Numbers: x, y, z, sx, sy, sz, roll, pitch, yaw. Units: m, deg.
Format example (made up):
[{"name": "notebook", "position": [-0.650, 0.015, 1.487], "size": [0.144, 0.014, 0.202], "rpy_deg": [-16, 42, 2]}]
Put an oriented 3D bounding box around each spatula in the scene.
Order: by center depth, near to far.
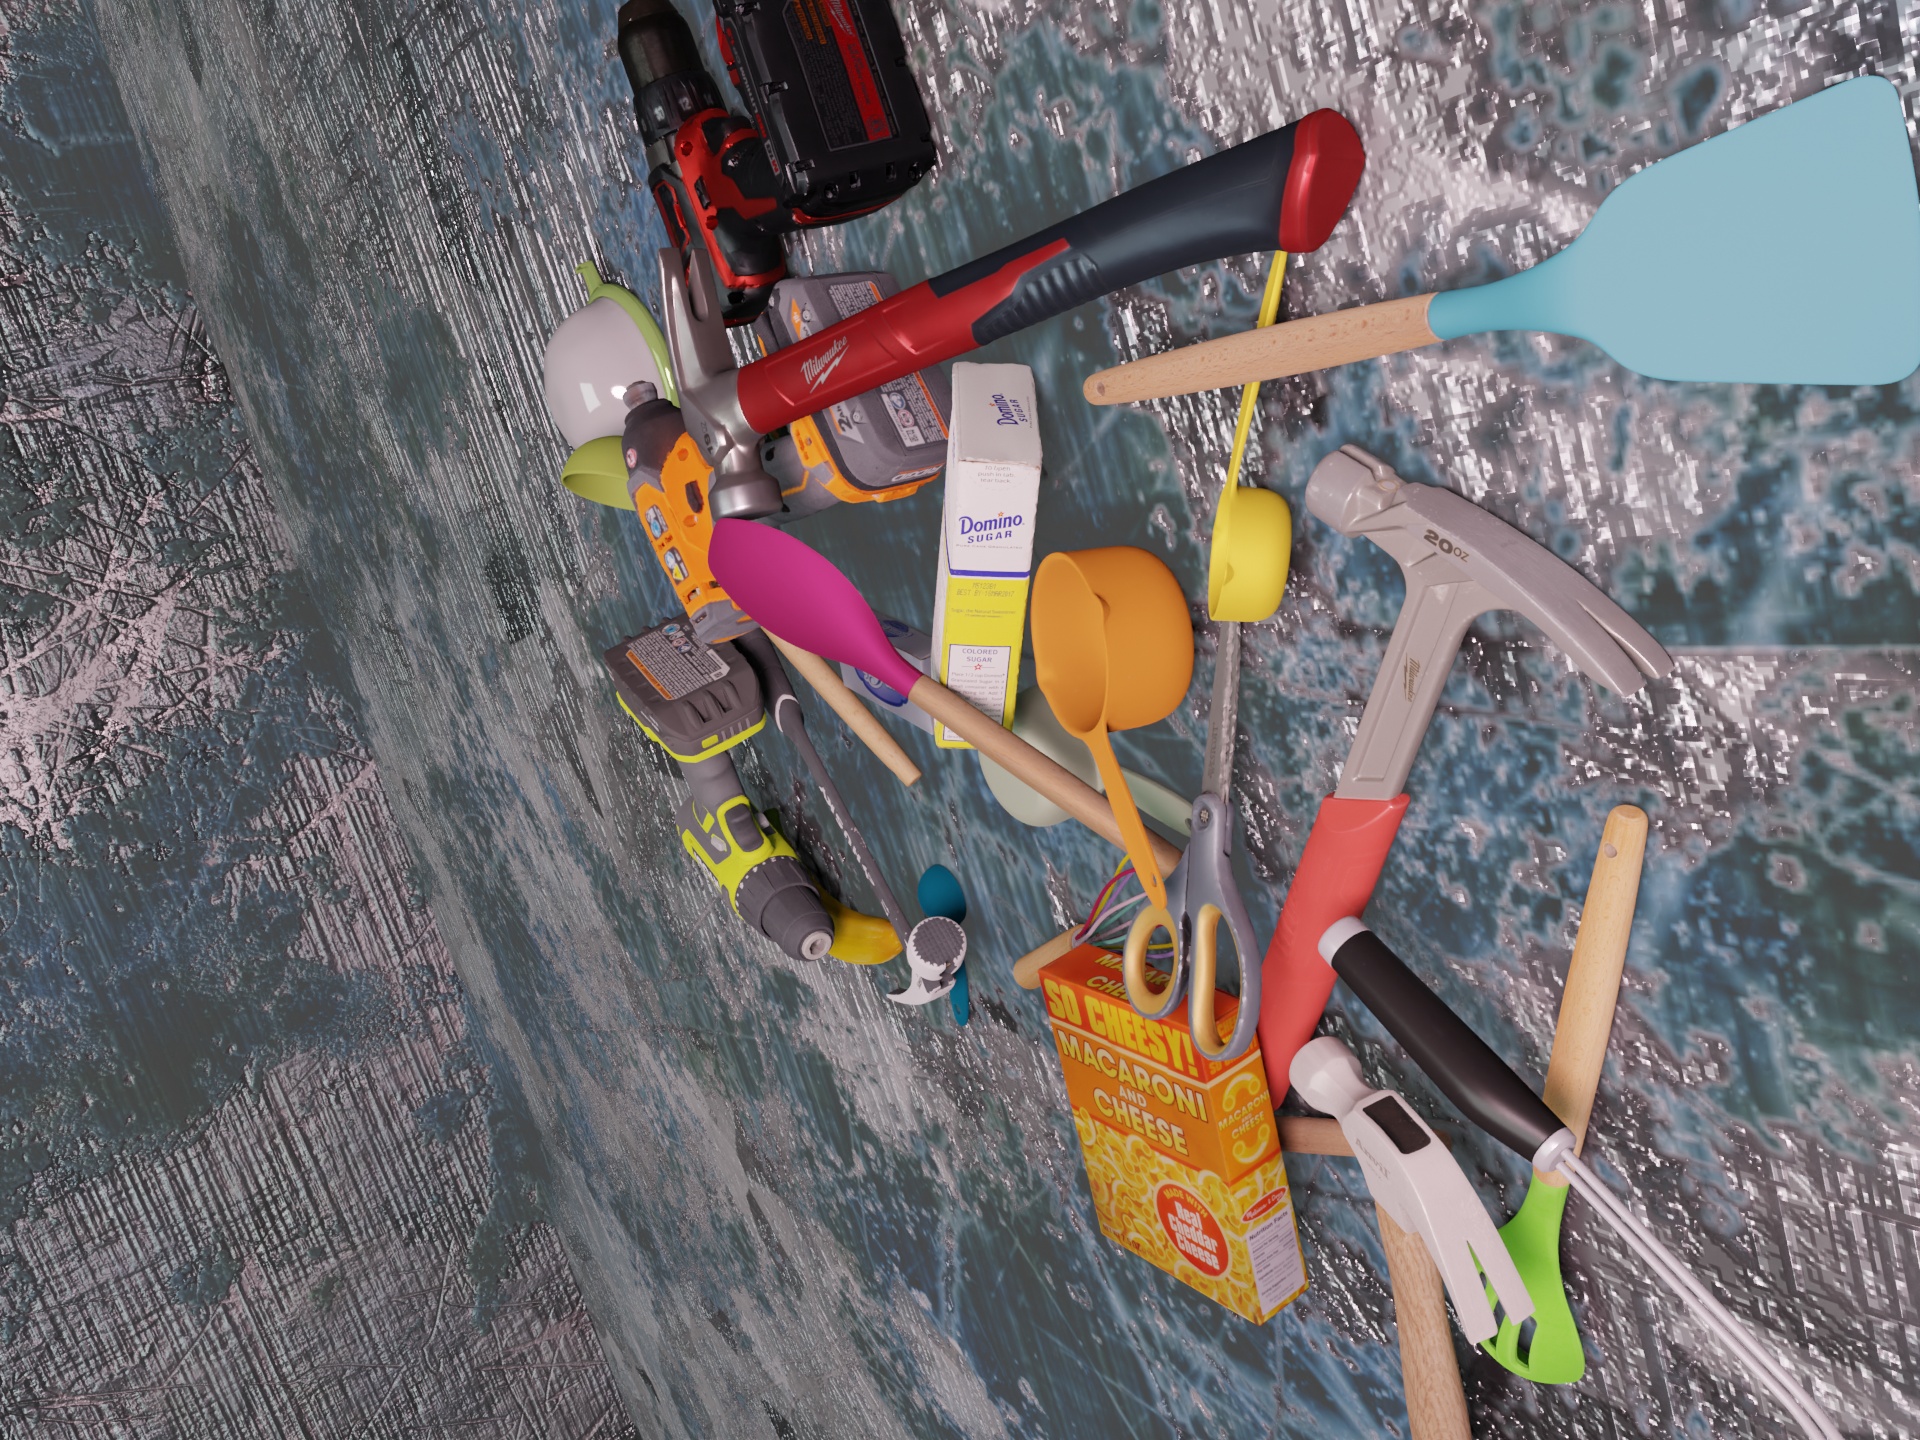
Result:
[{"name": "spatula", "position": [0.153, -0.135, 0.548], "size": [0.318, 0.044, 0.082], "rpy_deg": [5, 112, 56]}, {"name": "spatula", "position": [0.149, 0.219, 0.857], "size": [0.316, 0.018, 0.060], "rpy_deg": [-22, 92, 62]}]

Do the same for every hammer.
[{"name": "hammer", "position": [0.172, 0.065, 0.687], "size": [0.149, 0.036, 0.358], "rpy_deg": [45, 144, 34]}, {"name": "hammer", "position": [-0.004, -0.194, 0.694], "size": [0.386, 0.038, 0.143], "rpy_deg": [-10, 94, 45]}, {"name": "hammer", "position": [0.222, 0.307, 0.743], "size": [0.130, 0.031, 0.331], "rpy_deg": [-132, 22, -59]}, {"name": "hammer", "position": [-0.109, 0.014, 1.100], "size": [0.409, 0.036, 0.149], "rpy_deg": [60, 162, 20]}]

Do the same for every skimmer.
[{"name": "skimmer", "position": [0.279, 0.187, 0.568], "size": [0.364, 0.090, 0.127], "rpy_deg": [48, 151, 37]}]

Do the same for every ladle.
[{"name": "ladle", "position": [-0.145, -0.070, 1.052], "size": [0.320, 0.062, 0.078], "rpy_deg": [48, 175, 9]}]

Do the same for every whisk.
[{"name": "whisk", "position": [0.076, 0.115, 0.882], "size": [0.047, 0.051, 0.245], "rpy_deg": [30, 155, -6]}]

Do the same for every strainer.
[{"name": "strainer", "position": [-0.232, -0.206, 1.131], "size": [0.257, 0.069, 0.151], "rpy_deg": [45, 145, 36]}]

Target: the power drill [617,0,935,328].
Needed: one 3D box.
[{"name": "power drill", "position": [-0.115, -0.324, 0.847], "size": [0.227, 0.080, 0.188], "rpy_deg": [-4, 107, 63]}]

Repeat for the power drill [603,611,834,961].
[{"name": "power drill", "position": [-0.164, 0.054, 1.134], "size": [0.191, 0.080, 0.228], "rpy_deg": [41, 152, 47]}]

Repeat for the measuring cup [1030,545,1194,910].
[{"name": "measuring cup", "position": [0.085, 0.000, 0.735], "size": [0.095, 0.052, 0.174], "rpy_deg": [125, 130, -65]}]

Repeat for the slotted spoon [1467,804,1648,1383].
[{"name": "slotted spoon", "position": [0.244, 0.166, 0.652], "size": [0.070, 0.031, 0.313], "rpy_deg": [38, 140, 47]}]

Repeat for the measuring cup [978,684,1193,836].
[{"name": "measuring cup", "position": [0.065, 0.035, 0.840], "size": [0.168, 0.038, 0.083], "rpy_deg": [29, 134, 51]}]

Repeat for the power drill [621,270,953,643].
[{"name": "power drill", "position": [-0.112, -0.159, 0.899], "size": [0.226, 0.084, 0.164], "rpy_deg": [-31, 83, 45]}]

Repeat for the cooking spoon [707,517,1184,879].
[{"name": "cooking spoon", "position": [-0.001, -0.003, 0.786], "size": [0.319, 0.017, 0.068], "rpy_deg": [35, 137, 11]}]

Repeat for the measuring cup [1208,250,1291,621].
[{"name": "measuring cup", "position": [0.126, -0.113, 0.641], "size": [0.062, 0.029, 0.156], "rpy_deg": [-80, -3, -66]}]

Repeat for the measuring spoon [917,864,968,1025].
[{"name": "measuring spoon", "position": [-0.012, 0.157, 1.076], "size": [0.042, 0.021, 0.128], "rpy_deg": [27, 131, 49]}]
